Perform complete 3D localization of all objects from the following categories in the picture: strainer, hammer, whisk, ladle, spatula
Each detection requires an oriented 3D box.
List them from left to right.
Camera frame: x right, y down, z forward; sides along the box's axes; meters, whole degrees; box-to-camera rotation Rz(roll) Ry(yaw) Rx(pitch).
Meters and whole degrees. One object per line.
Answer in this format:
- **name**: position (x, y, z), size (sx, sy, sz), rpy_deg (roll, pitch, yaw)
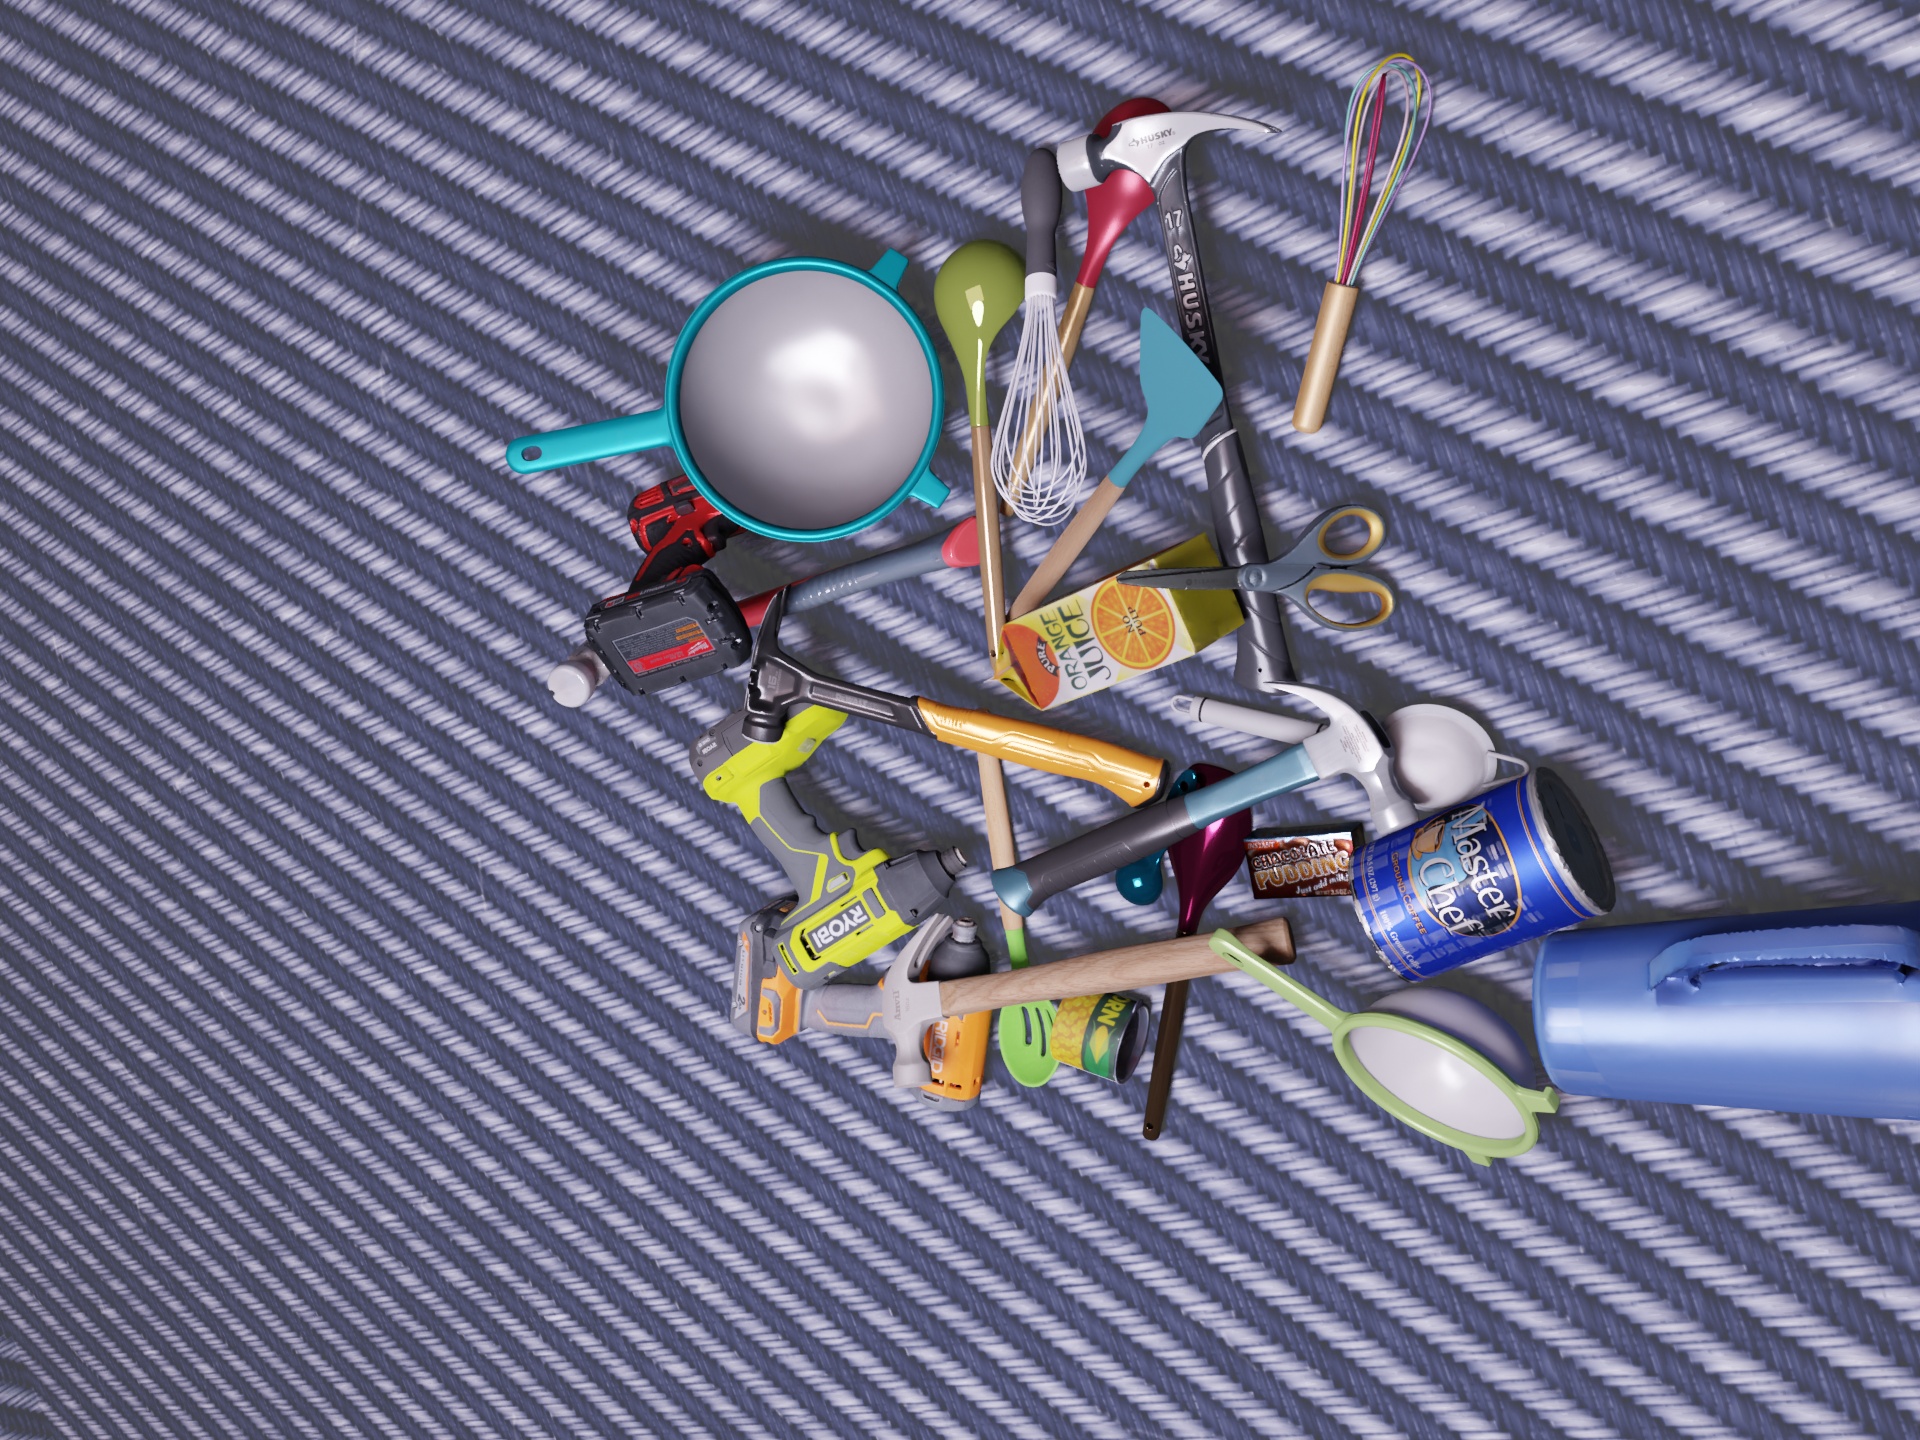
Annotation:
- **strainer**: position (-0.177, -0.233, 1.236), size (0.340, 0.095, 0.211), rpy_deg (-10, 96, 6)
- **hammer**: position (-0.151, -0.101, 1.313), size (0.386, 0.143, 0.038), rpy_deg (-16, 110, 20)
- **hammer**: position (-0.002, -0.004, 1.226), size (0.337, 0.034, 0.127), rpy_deg (15, 111, 8)
- **ladle**: position (0.025, -0.197, 1.200), size (0.078, 0.062, 0.320), rpy_deg (6, 108, 38)
- **whisk**: position (0.057, -0.273, 1.119), size (0.070, 0.070, 0.285), rpy_deg (-6, 75, 30)
- **ladle**: position (0.082, -0.294, 1.161), size (0.069, 0.031, 0.315), rpy_deg (29, 117, 20)
- **hammer**: position (0.092, 0.195, 1.228), size (0.331, 0.031, 0.130), rpy_deg (-14, 71, 19)
- **spatula**: position (0.092, -0.154, 1.140), size (0.082, 0.044, 0.317), rpy_deg (52, 136, 16)
- **hammer**: position (0.159, 0.073, 1.157), size (0.331, 0.033, 0.128), rpy_deg (-27, 78, 32)
- **hammer**: position (0.181, -0.213, 1.102), size (0.149, 0.036, 0.408), rpy_deg (-7, 105, 29)
- **strainer**: position (0.266, 0.017, 1.131), size (0.258, 0.050, 0.086), rpy_deg (14, 124, 29)
- **whisk**: position (0.255, -0.310, 1.049), size (0.051, 0.047, 0.244), rpy_deg (21, 115, 22)
- **strainer**: position (0.300, 0.207, 1.130), size (0.256, 0.069, 0.151), rpy_deg (33, 154, 16)

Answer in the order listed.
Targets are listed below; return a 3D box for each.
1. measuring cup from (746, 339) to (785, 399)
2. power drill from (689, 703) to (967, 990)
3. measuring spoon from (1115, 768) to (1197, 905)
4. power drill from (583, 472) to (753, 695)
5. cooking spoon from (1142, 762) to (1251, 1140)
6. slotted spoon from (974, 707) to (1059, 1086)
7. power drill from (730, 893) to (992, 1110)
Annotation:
- **measuring cup**: position (-0.154, -0.252, 1.295), size (0.083, 0.038, 0.167), rpy_deg (-31, 85, 32)
- **power drill**: position (-0.110, 0.084, 1.304), size (0.171, 0.080, 0.223), rpy_deg (-33, 76, 9)
- **measuring spoon**: position (0.148, 0.090, 1.214), size (0.042, 0.021, 0.128), rpy_deg (42, 126, 31)
- **power drill**: position (-0.210, -0.128, 1.266), size (0.143, 0.220, 0.078), rpy_deg (-16, 128, 17)
- **cooking spoon**: position (0.173, 0.186, 1.238), size (0.069, 0.017, 0.318), rpy_deg (15, 109, 25)
- **slotted spoon**: position (0.042, 0.144, 1.296), size (0.070, 0.031, 0.313), rpy_deg (-2, 100, 44)
- **power drill**: position (-0.078, 0.223, 1.355), size (0.226, 0.084, 0.164), rpy_deg (14, 107, 22)
